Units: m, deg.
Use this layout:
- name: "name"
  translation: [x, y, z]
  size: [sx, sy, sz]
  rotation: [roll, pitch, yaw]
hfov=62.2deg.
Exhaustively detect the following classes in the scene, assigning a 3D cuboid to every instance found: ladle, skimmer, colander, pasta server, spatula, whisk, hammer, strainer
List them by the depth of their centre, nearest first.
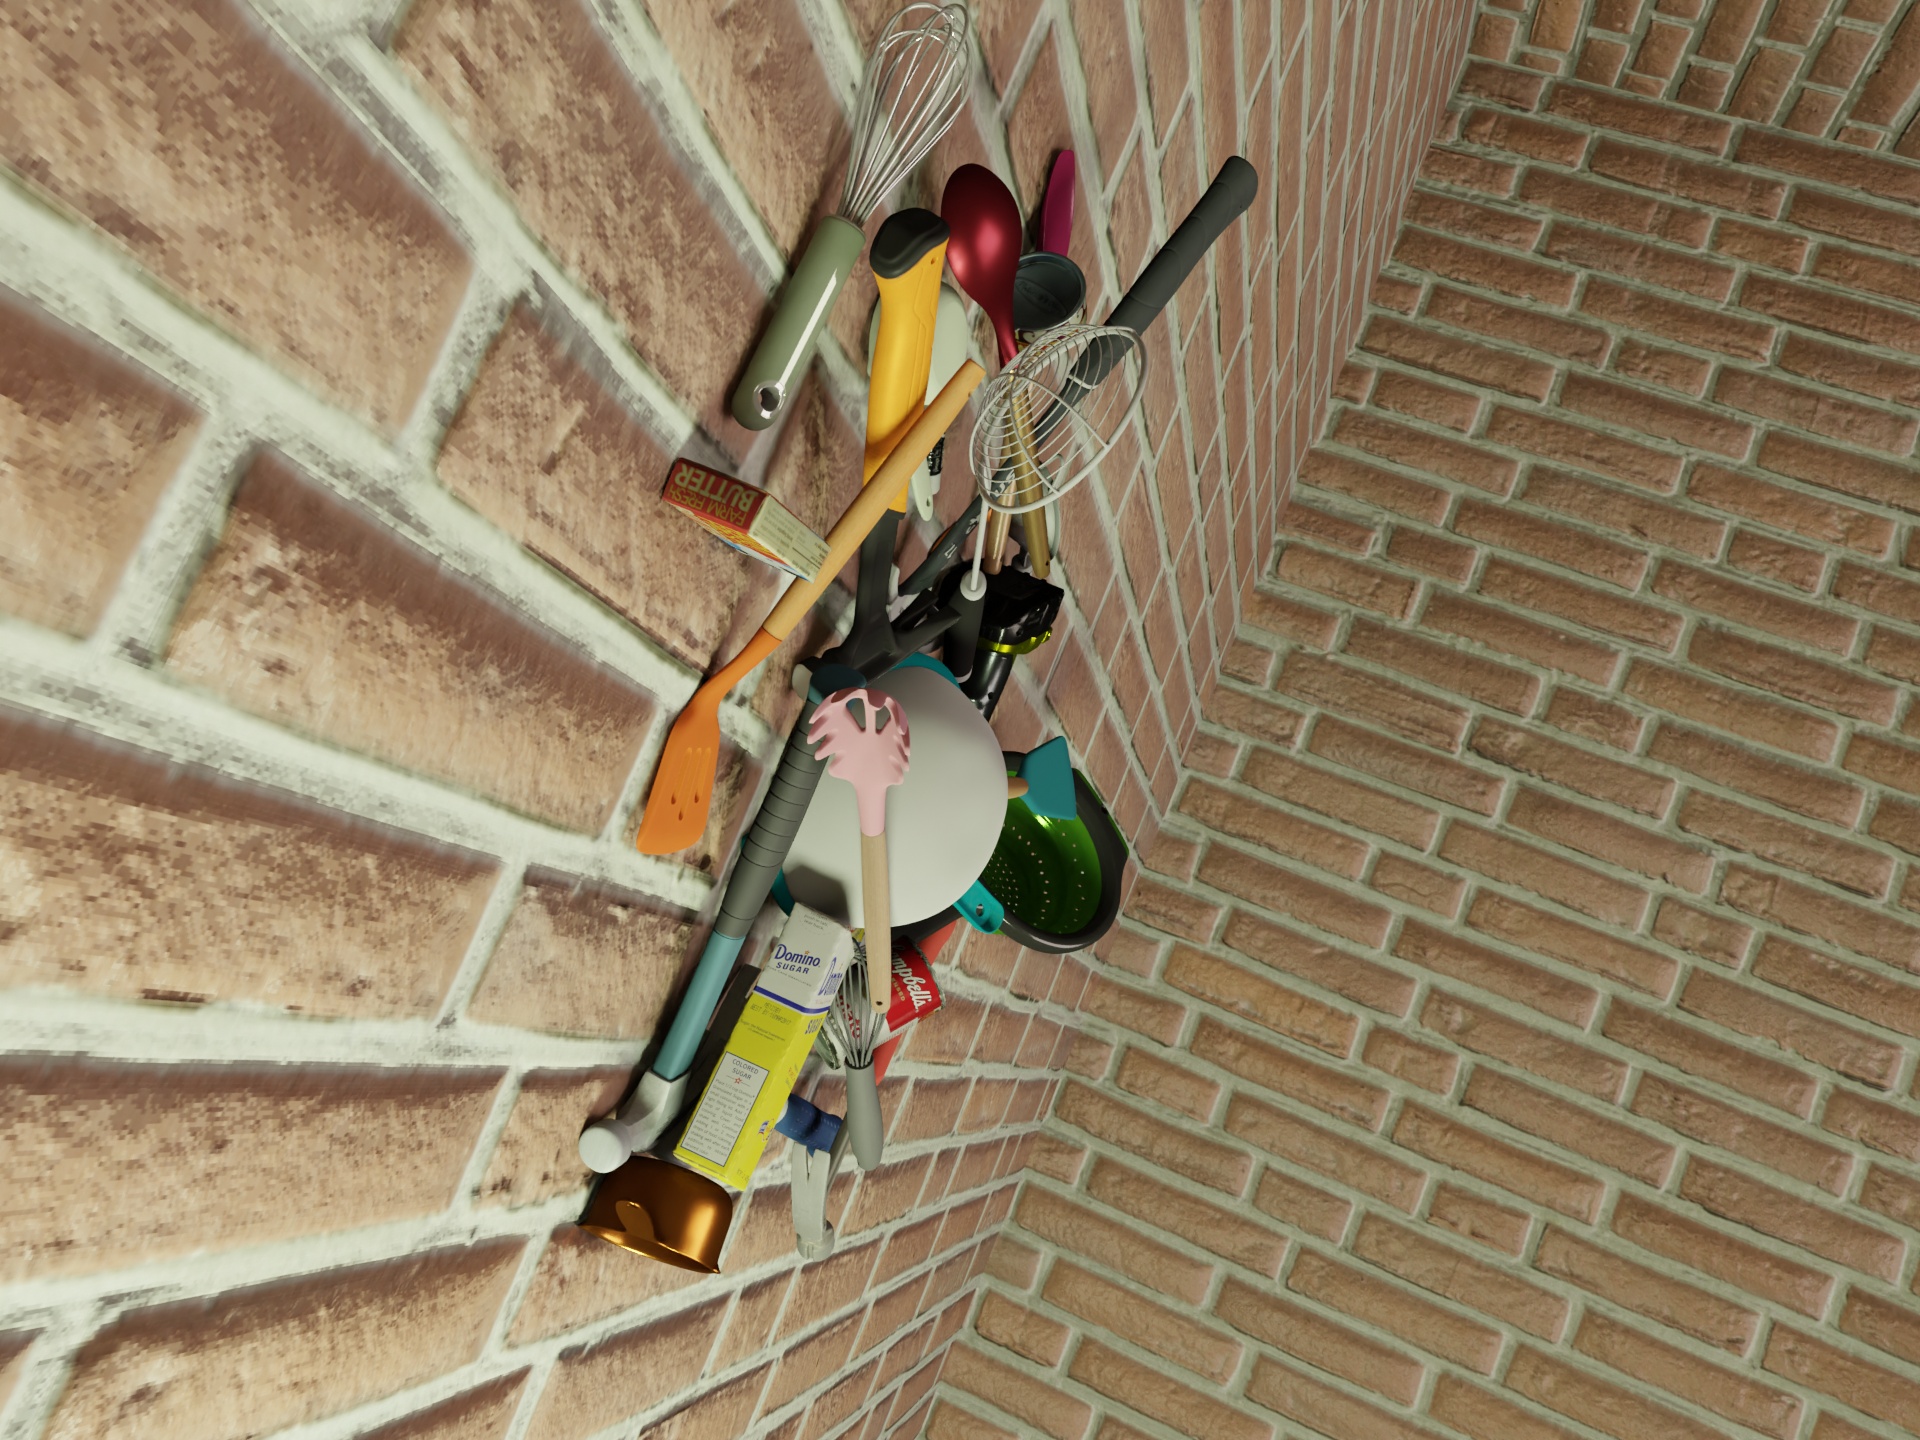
- name: "whisk"
  translation: [-0.056, -0.259, 0.813]
  size: [0.057, 0.059, 0.246]
  rotation: [29, 84, -38]
- name: "spatula"
  translation: [-0.083, -0.062, 0.882]
  size: [0.322, 0.041, 0.081]
  rotation: [-52, 167, 8]
- name: "hammer"
  translation: [-0.036, -0.146, 0.923]
  size: [0.127, 0.034, 0.336]
  rotation: [-36, 154, -31]
- name: "hammer"
  translation: [-0.138, 0.118, 0.987]
  size: [0.331, 0.033, 0.128]
  rotation: [-66, 167, 9]
- name: "pasta server"
  translation: [-0.057, 0.092, 1.010]
  size: [0.040, 0.060, 0.316]
  rotation: [-76, 170, -46]
- name: "ladle"
  translation: [0.034, -0.206, 1.016]
  size: [0.069, 0.031, 0.315]
  rotation: [-52, 148, -29]
- name: "skimmer"
  translation: [0.042, -0.114, 1.031]
  size: [0.363, 0.090, 0.127]
  rotation: [101, 2, -61]
- name: "hammer"
  translation: [0.072, -0.227, 1.112]
  size: [0.409, 0.036, 0.149]
  rotation: [-52, 161, 0]
- name: "strainer"
  translation: [-0.009, 0.096, 1.158]
  size: [0.211, 0.095, 0.340]
  rotation: [-57, 145, -15]
- name: "whisk"
  translation: [-0.075, 0.261, 1.209]
  size: [0.055, 0.055, 0.238]
  rotation: [-52, 148, -48]
- name: "hammer"
  translation: [-0.144, 0.300, 1.256]
  size: [0.405, 0.035, 0.144]
  rotation: [71, 42, -68]
- name: "strainer"
  translation: [0.052, -0.136, 1.359]
  size: [0.258, 0.050, 0.087]
  rotation: [95, -23, -60]
- name: "spatula"
  translation: [0.059, 0.055, 1.395]
  size: [0.317, 0.044, 0.082]
  rotation: [6, 76, -79]
- name: "hammer"
  translation: [-0.071, 0.285, 1.398]
  size: [0.359, 0.037, 0.149]
  rotation: [-65, 164, -48]
- name: "colander"
  translation: [0.000, 0.161, 1.465]
  size: [0.397, 0.204, 0.094]
  rotation: [-24, 170, -48]

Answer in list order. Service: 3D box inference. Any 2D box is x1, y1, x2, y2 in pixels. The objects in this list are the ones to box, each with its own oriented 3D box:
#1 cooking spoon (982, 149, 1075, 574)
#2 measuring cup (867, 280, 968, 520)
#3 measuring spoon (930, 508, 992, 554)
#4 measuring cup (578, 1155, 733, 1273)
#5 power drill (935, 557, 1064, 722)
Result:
- name: "cooking spoon"
  translation: [0.049, -0.262, 1.194]
  size: [0.069, 0.017, 0.318]
  rotation: [-41, 144, -63]
- name: "measuring cup"
  translation: [-0.017, -0.193, 0.983]
  size: [0.083, 0.038, 0.167]
  rotation: [-58, 150, -43]
- name: "measuring spoon"
  translation: [0.004, -0.145, 1.229]
  size: [0.117, 0.011, 0.021]
  rotation: [-48, 154, -54]
- name: "measuring cup"
  translation: [-0.185, 0.292, 0.974]
  size: [0.173, 0.095, 0.052]
  rotation: [99, 9, -61]
- name: "power drill"
  translation: [-0.002, -0.004, 1.277]
  size: [0.190, 0.080, 0.228]
  rotation: [-34, 145, -67]
